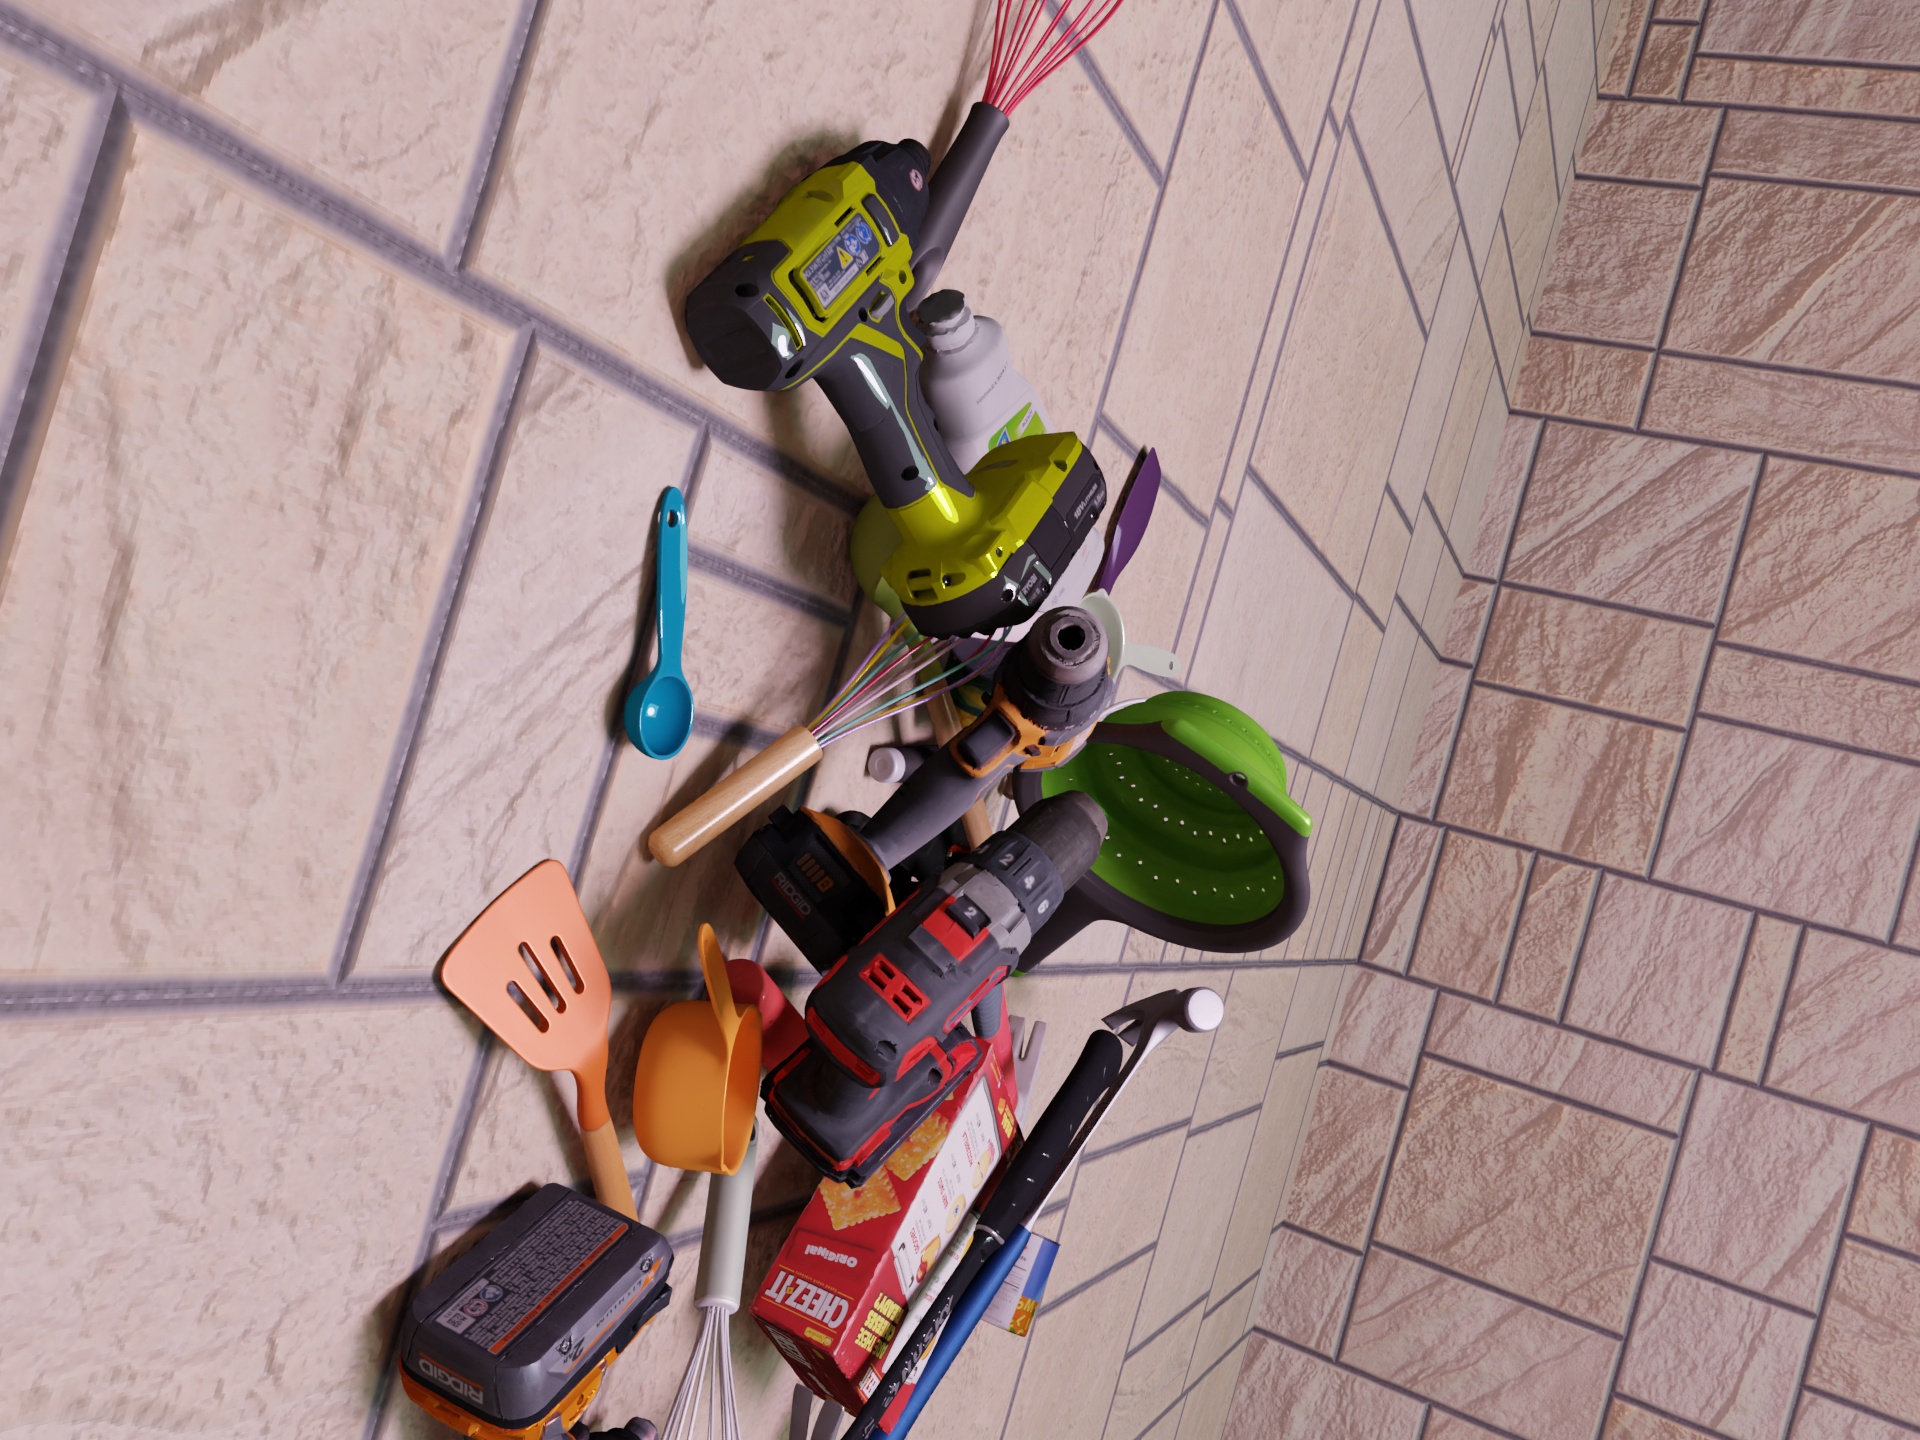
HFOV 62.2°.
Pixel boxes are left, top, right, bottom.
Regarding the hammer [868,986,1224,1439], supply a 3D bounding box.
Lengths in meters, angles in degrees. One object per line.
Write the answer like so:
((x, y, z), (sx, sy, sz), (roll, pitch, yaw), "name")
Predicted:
((0.049, 0.361, 1.162), (0.405, 0.035, 0.144), (-51, -174, -22), "hammer")

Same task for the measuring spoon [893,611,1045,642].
((0.017, -0.060, 0.993), (0.124, 0.018, 0.034), (1, 97, -28), "measuring spoon")

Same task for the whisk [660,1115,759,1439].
((-0.133, 0.324, 0.858), (0.057, 0.059, 0.247), (31, 43, -31), "whisk")

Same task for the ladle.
((-0.002, -0.003, 0.966), (0.078, 0.062, 0.319), (-45, 133, -35), "ladle")

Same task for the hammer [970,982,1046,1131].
((0.025, 0.201, 1.140), (0.385, 0.038, 0.143), (82, 21, -54), "hammer")

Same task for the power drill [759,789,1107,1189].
((-0.014, 0.138, 0.833), (0.188, 0.080, 0.226), (-41, 166, -32), "power drill")

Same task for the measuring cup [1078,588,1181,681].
((0.114, -0.052, 1.217), (0.167, 0.038, 0.083), (11, 86, -52), "measuring cup")

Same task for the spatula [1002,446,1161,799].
((0.100, -0.076, 1.240), (0.316, 0.018, 0.059), (-65, 153, -21), "spatula")

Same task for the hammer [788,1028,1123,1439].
((0.008, 0.336, 1.010), (0.409, 0.036, 0.149), (-46, 144, -46), "hammer")

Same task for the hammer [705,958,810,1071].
((-0.079, 0.234, 1.021), (0.149, 0.037, 0.358), (-62, 153, -26), "hammer")

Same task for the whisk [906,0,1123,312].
((0.025, -0.352, 0.881), (0.296, 0.073, 0.073), (-64, 154, -8), "whisk")

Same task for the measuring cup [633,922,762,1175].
((-0.139, 0.159, 0.800), (0.095, 0.052, 0.173), (-80, 171, -47), "measuring cup")

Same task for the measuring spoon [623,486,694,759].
((-0.144, -0.046, 0.751), (0.042, 0.021, 0.128), (-6, 100, -63), "measuring spoon")

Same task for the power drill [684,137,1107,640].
((-0.020, -0.167, 0.796), (0.223, 0.080, 0.171), (56, 51, -30), "power drill")

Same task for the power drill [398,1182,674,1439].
((-0.200, 0.346, 0.783), (0.164, 0.084, 0.226), (-36, 139, -57), "power drill")

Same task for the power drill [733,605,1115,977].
((-0.010, 0.032, 0.844), (0.226, 0.084, 0.185), (-40, 171, -11), "power drill")

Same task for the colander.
((0.114, 0.083, 1.090), (0.094, 0.204, 0.397), (-54, -178, -33), "colander")

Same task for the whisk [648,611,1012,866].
((-0.061, 0.002, 0.843), (0.245, 0.051, 0.047), (-38, 144, -25), "whisk")

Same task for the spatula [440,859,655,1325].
((-0.187, 0.210, 0.797), (0.081, 0.041, 0.322), (-51, 151, -43), "spatula")

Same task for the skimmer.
((0.069, 0.041, 1.121), (0.363, 0.090, 0.127), (2, 110, -59), "skimmer")
